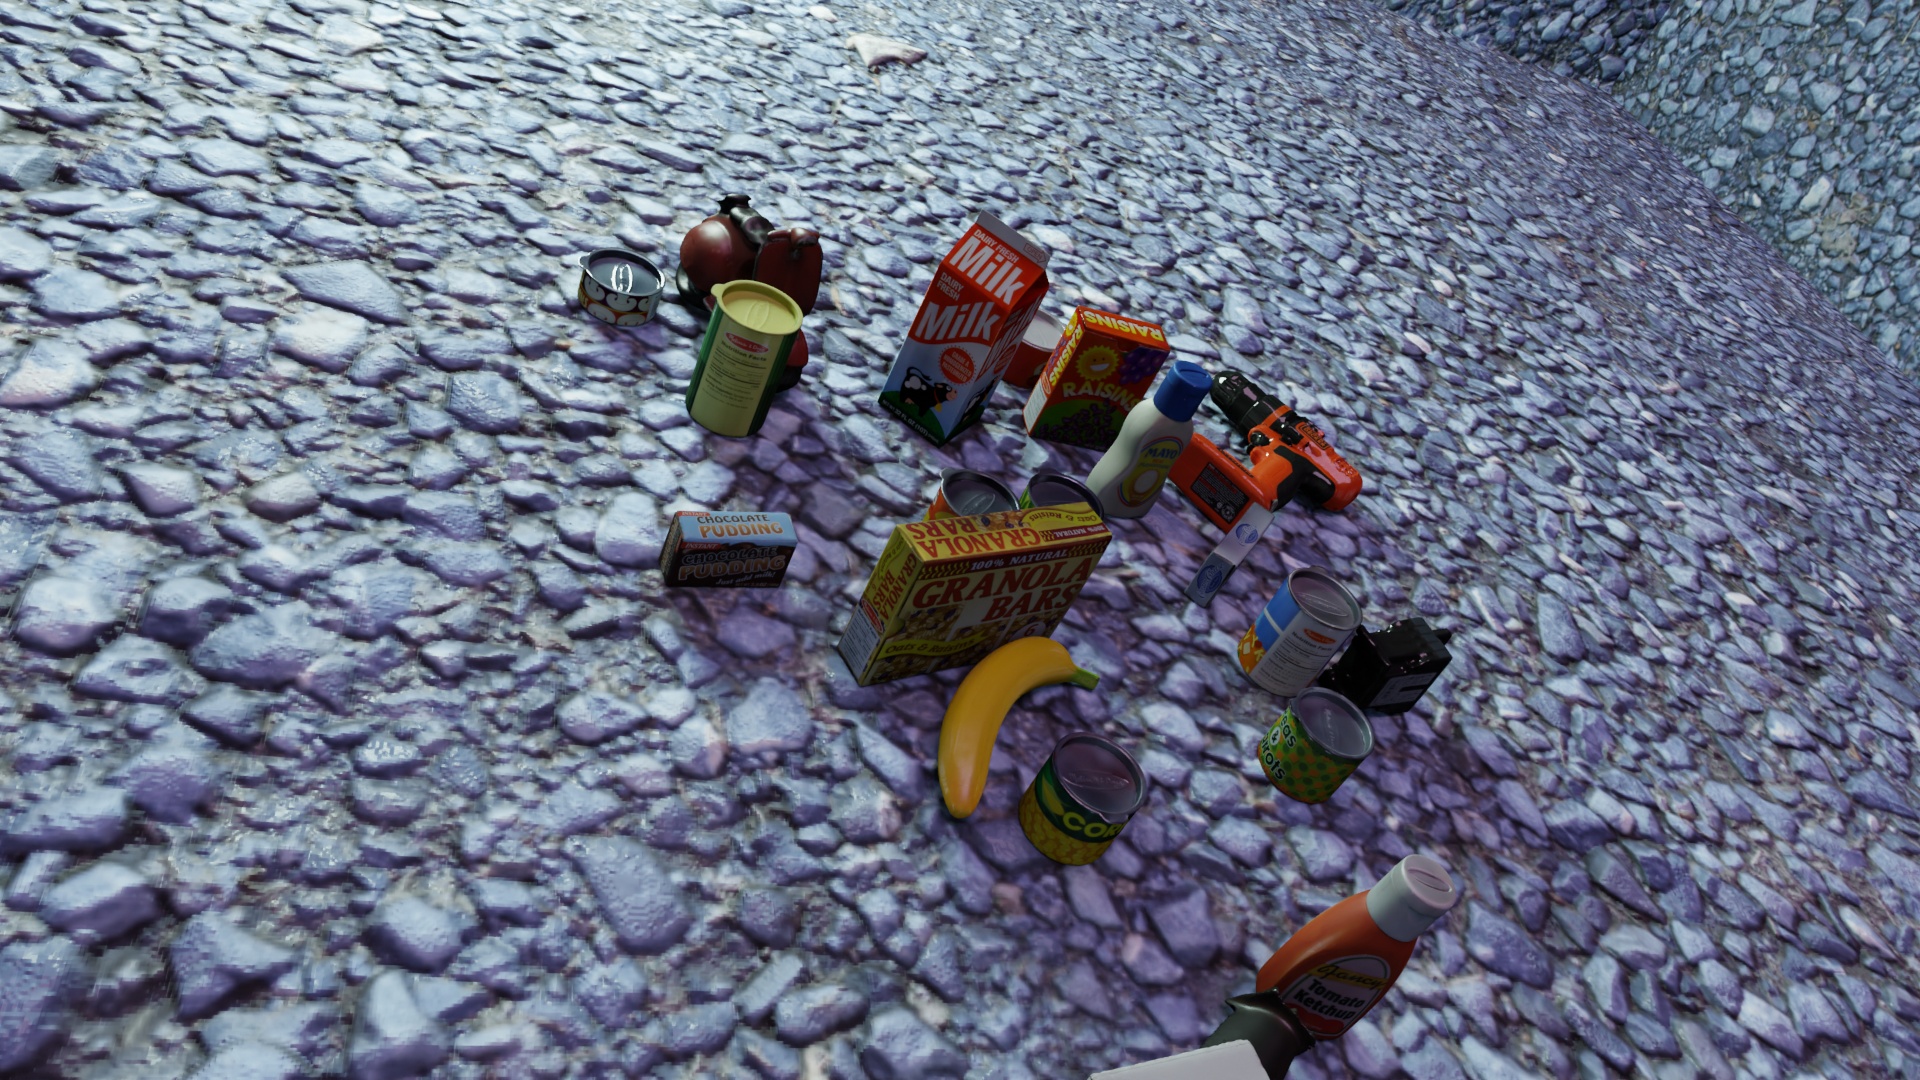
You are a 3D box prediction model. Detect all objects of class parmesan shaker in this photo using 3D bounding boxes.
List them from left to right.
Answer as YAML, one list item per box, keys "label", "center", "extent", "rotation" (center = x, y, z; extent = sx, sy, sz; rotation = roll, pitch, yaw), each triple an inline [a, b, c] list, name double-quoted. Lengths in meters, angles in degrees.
- label: "parmesan shaker"
  center: [-0.170, -0.140, 1.067]
  extent: [0.071, 0.102, 0.072]
  rotation: [17, 39, -14]

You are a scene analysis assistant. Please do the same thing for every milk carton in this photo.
- label: "milk carton"
  center: [0.008, -0.177, 1.146]
  extent: [0.072, 0.189, 0.074]
  rotation: [37, 38, 11]

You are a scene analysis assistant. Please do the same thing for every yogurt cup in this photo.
- label: "yogurt cup"
  center: [0.061, -0.179, 1.292]
  extent: [0.072, 0.053, 0.073]
  rotation: [17, 39, -14]

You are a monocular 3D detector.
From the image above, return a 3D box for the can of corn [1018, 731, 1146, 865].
- label: "can of corn"
  center: [0.079, 0.170, 0.899]
  extent: [0.071, 0.058, 0.071]
  rotation: [17, 39, -14]

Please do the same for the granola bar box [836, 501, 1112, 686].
- label: "granola bar box"
  center: [0.011, 0.036, 0.958]
  extent: [0.166, 0.123, 0.039]
  rotation: [-8, 50, -37]

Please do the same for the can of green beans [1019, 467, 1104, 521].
- label: "can of green beans"
  center: [0.072, -0.012, 1.104]
  extent: [0.071, 0.057, 0.071]
  rotation: [17, 39, -14]

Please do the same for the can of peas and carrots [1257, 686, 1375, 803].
- label: "can of peas and carrots"
  center: [0.261, 0.152, 1.030]
  extent: [0.071, 0.058, 0.071]
  rotation: [17, 39, -14]

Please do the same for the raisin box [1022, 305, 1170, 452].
- label: "raisin box"
  center: [0.118, -0.141, 1.226]
  extent: [0.086, 0.122, 0.040]
  rotation: [11, 41, -21]

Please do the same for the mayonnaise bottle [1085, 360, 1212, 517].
- label: "mayonnaise bottle"
  center: [0.161, -0.083, 1.166]
  extent: [0.065, 0.147, 0.041]
  rotation: [3, 44, -29]

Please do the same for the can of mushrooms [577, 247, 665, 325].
- label: "can of mushrooms"
  center: [-0.280, -0.208, 1.136]
  extent: [0.071, 0.033, 0.071]
  rotation: [17, 39, -14]

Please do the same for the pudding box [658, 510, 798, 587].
- label: "pudding box"
  center: [-0.158, 0.006, 0.951]
  extent: [0.084, 0.049, 0.030]
  rotation: [2, 45, -30]

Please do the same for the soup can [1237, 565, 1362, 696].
- label: "soup can"
  center: [0.269, 0.072, 1.106]
  extent: [0.071, 0.083, 0.072]
  rotation: [17, 39, -14]

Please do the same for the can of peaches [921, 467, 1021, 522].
- label: "can of peaches"
  center: [0.004, -0.013, 1.064]
  extent: [0.071, 0.057, 0.071]
  rotation: [17, 39, -14]

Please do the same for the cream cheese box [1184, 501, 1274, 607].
- label: "cream cheese box"
  center: [0.228, 0.012, 1.175]
  extent: [0.024, 0.053, 0.104]
  rotation: [37, 38, 11]

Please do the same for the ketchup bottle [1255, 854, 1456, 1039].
- label: "ketchup bottle"
  center: [0.240, 0.245, 0.838]
  extent: [0.065, 0.148, 0.044]
  rotation: [23, 38, -7]
